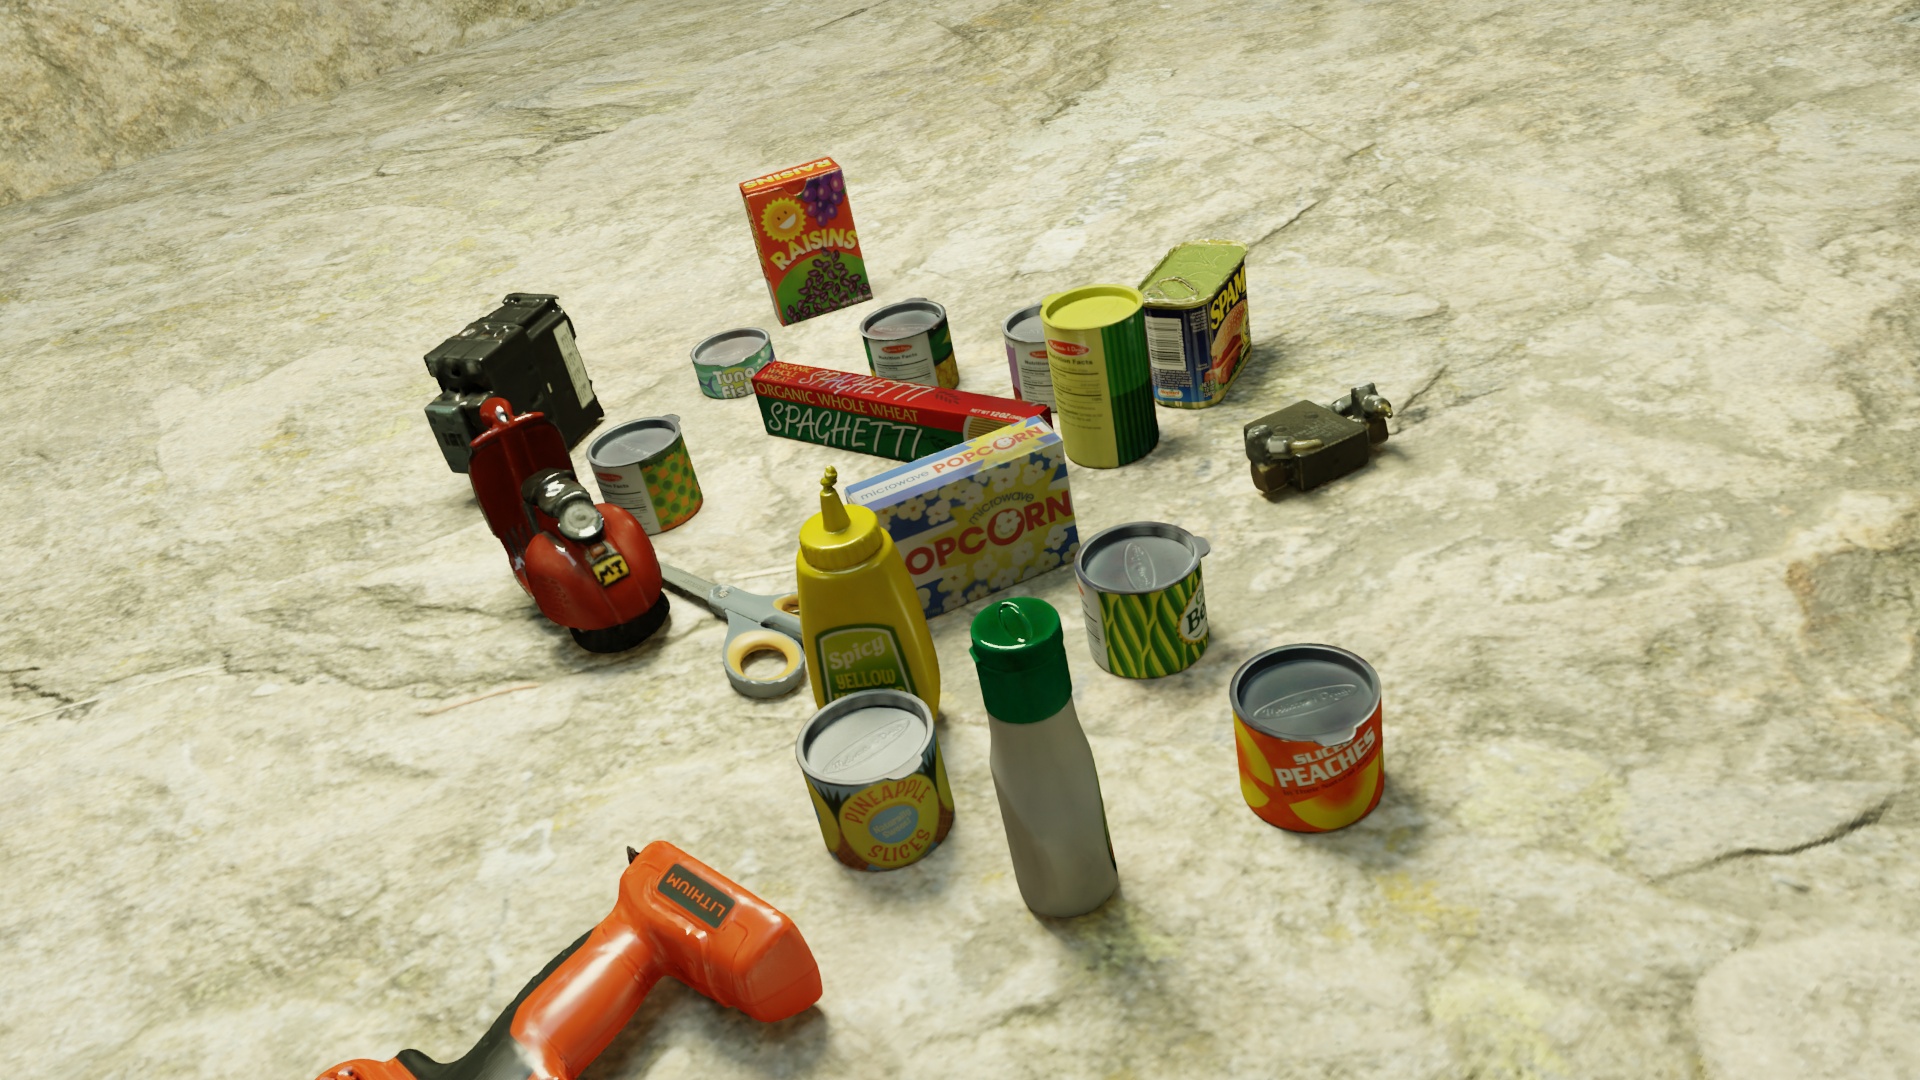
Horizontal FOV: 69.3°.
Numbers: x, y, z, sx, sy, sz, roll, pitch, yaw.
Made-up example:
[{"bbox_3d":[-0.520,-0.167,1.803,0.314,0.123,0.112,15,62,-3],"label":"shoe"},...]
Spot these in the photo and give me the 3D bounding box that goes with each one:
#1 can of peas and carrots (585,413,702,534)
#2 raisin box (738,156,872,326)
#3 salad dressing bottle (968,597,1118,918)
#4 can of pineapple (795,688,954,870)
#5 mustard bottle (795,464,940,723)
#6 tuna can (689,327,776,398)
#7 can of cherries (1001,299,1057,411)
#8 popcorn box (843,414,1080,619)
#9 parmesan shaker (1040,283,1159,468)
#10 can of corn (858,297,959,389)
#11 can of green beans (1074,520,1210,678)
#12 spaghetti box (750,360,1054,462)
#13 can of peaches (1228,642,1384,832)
[{"bbox_3d":[-0.216,-0.046,0.961,0.071,0.058,0.071,-9,33,6],"label":"can of peas and carrots"},{"bbox_3d":[-0.133,-0.257,1.197,0.086,0.122,0.040,-19,33,-10],"label":"raisin box"},{"bbox_3d":[0.034,0.093,0.583,0.044,0.147,0.064,-18,33,-8],"label":"salad dressing bottle"},{"bbox_3d":[-0.039,0.114,0.657,0.071,0.057,0.071,-9,33,6],"label":"can of pineapple"},{"bbox_3d":[-0.051,0.034,0.690,0.065,0.159,0.049,-8,33,6],"label":"mustard bottle"},{"bbox_3d":[-0.182,-0.143,1.121,0.071,0.032,0.071,-9,33,6],"label":"tuna can"},{"bbox_3d":[0.067,-0.134,1.001,0.071,0.058,0.072,-9,33,6],"label":"can of cherries"},{"bbox_3d":[0.003,-0.010,0.808,0.127,0.084,0.038,-21,33,-14],"label":"popcorn box"},{"bbox_3d":[0.091,-0.108,0.913,0.071,0.102,0.072,-9,33,6],"label":"parmesan shaker"},{"bbox_3d":[-0.037,-0.143,1.049,0.071,0.058,0.071,-9,33,6],"label":"can of corn"},{"bbox_3d":[0.097,0.031,0.738,0.071,0.057,0.071,-9,33,6],"label":"can of green beans"},{"bbox_3d":[-0.045,-0.084,0.970,0.250,0.050,0.029,13,40,34],"label":"spaghetti box"},{"bbox_3d":[0.158,0.090,0.628,0.071,0.057,0.071,-9,33,6],"label":"can of peaches"}]
